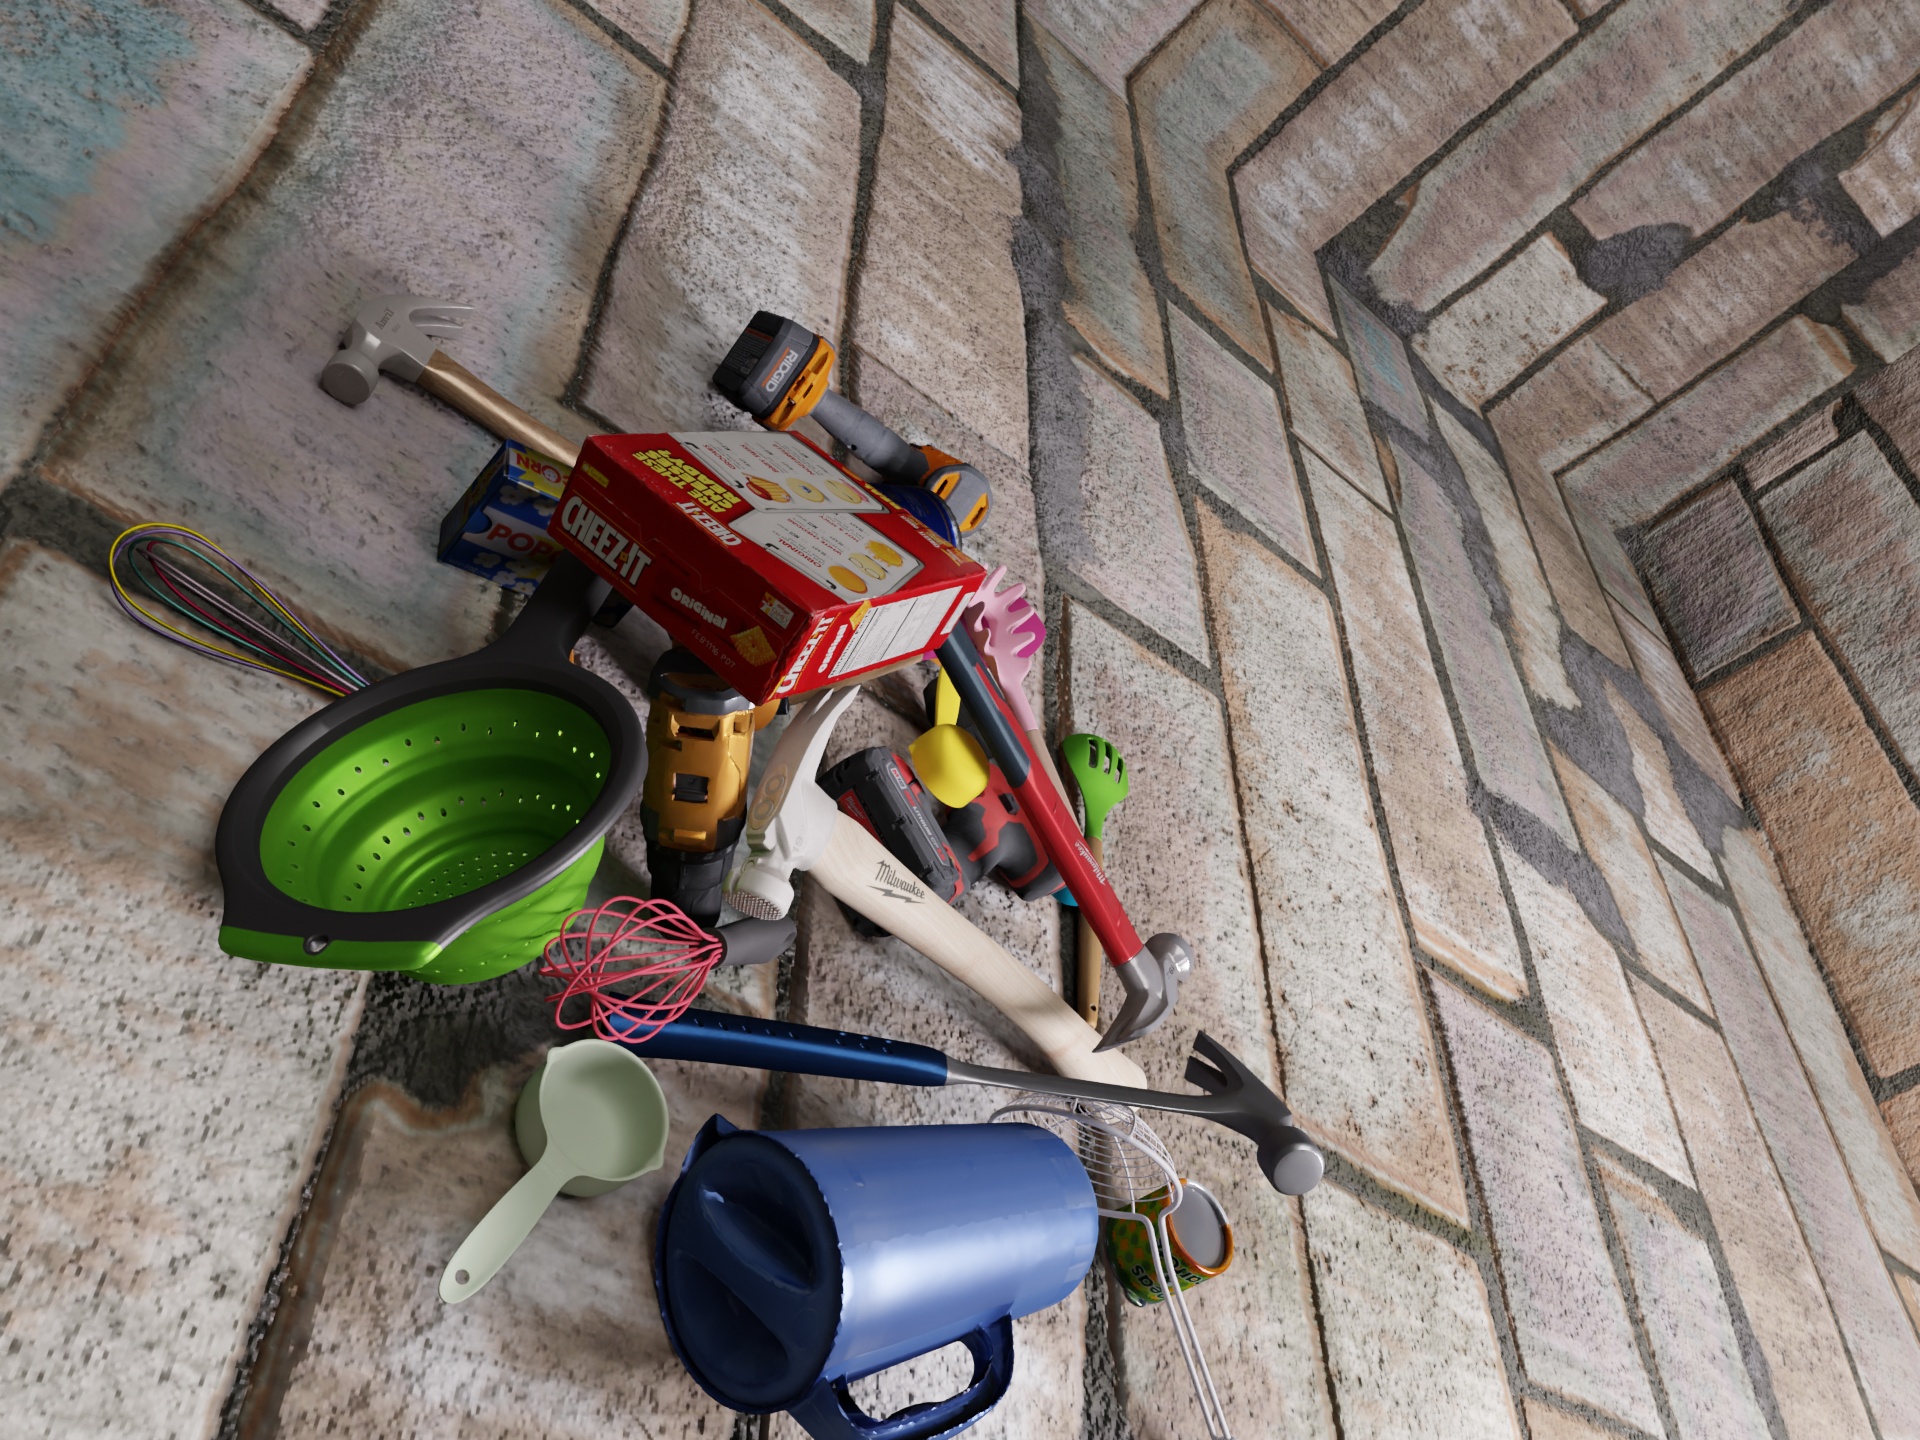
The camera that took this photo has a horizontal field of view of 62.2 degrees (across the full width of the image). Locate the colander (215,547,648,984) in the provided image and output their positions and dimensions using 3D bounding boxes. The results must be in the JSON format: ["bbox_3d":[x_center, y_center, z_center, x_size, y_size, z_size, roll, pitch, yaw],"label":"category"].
[{"bbox_3d":[-0.234,0.012,0.854,0.397,0.204,0.094,-73,160,-49],"label":"colander"}]

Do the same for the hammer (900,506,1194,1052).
[{"bbox_3d":[0.035,0.035,1.069,0.386,0.038,0.143,60,28,-2],"label":"hammer"}]

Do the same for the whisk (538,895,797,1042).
[{"bbox_3d":[-0.144,0.125,0.859,0.073,0.073,0.295,58,9,10],"label":"whisk"}]

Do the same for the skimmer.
[{"bbox_3d":[0.121,0.398,0.977,0.090,0.127,0.363,-12,78,-41],"label":"skimmer"}]

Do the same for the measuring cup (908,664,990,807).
[{"bbox_3d":[-0.002,-0.004,1.123,0.062,0.029,0.157,39,33,-26],"label":"measuring cup"}]

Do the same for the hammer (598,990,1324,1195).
[{"bbox_3d":[-0.001,0.200,0.913,0.405,0.035,0.144,11,12,-14],"label":"hammer"}]

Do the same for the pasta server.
[{"bbox_3d":[0.066,0.030,1.176,0.060,0.040,0.316,1,62,-50],"label":"pasta server"}]

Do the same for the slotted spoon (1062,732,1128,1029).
[{"bbox_3d":[0.107,0.118,1.278,0.070,0.031,0.314,29,40,-20],"label":"slotted spoon"}]

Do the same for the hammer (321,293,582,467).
[{"bbox_3d":[-0.268,-0.178,1.101,0.331,0.031,0.130,34,37,-25],"label":"hammer"}]

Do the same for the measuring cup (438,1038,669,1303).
[{"bbox_3d":[-0.208,0.226,0.779,0.083,0.038,0.168,48,35,-6],"label":"measuring cup"}]

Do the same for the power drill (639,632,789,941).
[{"bbox_3d":[-0.151,0.008,0.971,0.084,0.185,0.226,7,30,-4],"label":"power drill"}]

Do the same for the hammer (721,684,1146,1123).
[{"bbox_3d":[0.011,0.144,1.018,0.410,0.038,0.146,45,54,-39],"label":"hammer"}]

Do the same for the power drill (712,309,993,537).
[{"bbox_3d":[-0.089,-0.240,1.313,0.226,0.084,0.164,34,4,-26],"label":"power drill"}]

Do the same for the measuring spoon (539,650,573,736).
[{"bbox_3d":[-0.253,-0.022,0.991,0.021,0.011,0.117,25,38,-34],"label":"measuring spoon"}]

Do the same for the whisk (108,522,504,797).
[{"bbox_3d":[-0.339,-0.029,0.861,0.244,0.051,0.047,36,30,-27],"label":"whisk"}]

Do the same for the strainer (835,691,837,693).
[{"bbox_3d":[-0.109,-0.123,1.238,0.086,0.050,0.259,32,39,-52],"label":"strainer"}]

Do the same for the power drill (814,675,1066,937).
[{"bbox_3d":[-0.015,0.054,1.147,0.226,0.080,0.188,-9,66,-57],"label":"power drill"}]

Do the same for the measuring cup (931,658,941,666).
[{"bbox_3d":[0.020,-0.052,1.275,0.095,0.052,0.174,11,35,-48],"label":"measuring cup"}]

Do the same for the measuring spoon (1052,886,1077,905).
[{"bbox_3d":[0.082,0.090,1.265,0.042,0.021,0.129,-4,48,-9],"label":"measuring spoon"}]

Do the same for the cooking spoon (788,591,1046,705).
[{"bbox_3d":[-0.051,-0.045,1.179,0.319,0.017,0.069,-21,69,-41],"label":"cooking spoon"}]
